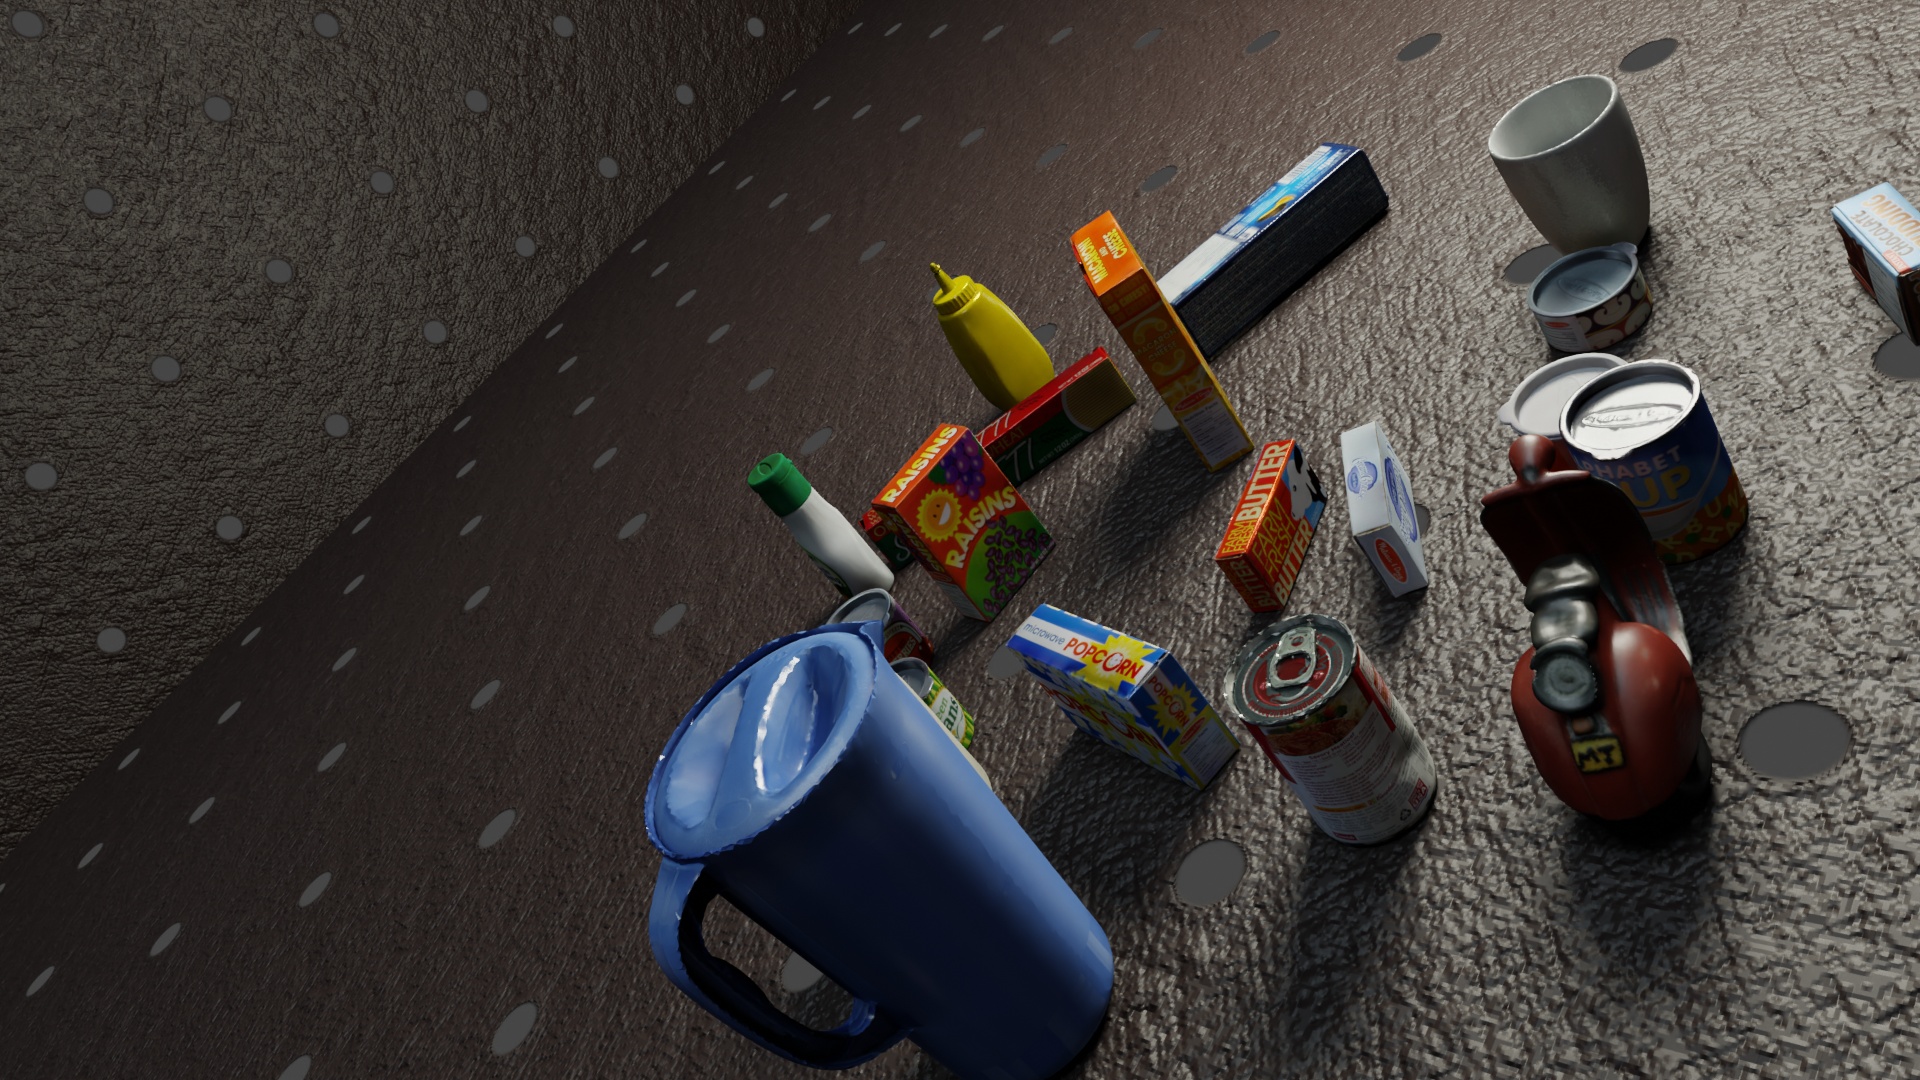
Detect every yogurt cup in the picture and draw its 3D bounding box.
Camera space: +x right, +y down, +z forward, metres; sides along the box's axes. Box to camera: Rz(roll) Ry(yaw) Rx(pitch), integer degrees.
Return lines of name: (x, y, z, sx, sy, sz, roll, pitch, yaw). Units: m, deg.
yogurt cup: (0.347, -0.063, 0.771, 0.072, 0.053, 0.073, -29, 30, 18)

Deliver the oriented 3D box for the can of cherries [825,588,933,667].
can of cherries: (-0.061, 0.080, 1.035, 0.071, 0.058, 0.072, -29, 30, 18)

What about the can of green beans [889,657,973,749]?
can of green beans: (-0.033, 0.123, 0.940, 0.071, 0.057, 0.071, -29, 30, 18)

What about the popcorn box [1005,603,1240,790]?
popcorn box: (0.093, 0.089, 0.814, 0.038, 0.085, 0.127, -47, 29, -14)

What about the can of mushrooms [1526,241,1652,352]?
can of mushrooms: (0.394, -0.152, 0.866, 0.071, 0.033, 0.071, -29, 30, 18)

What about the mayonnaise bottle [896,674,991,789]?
mayonnaise bottle: (-0.037, 0.116, 0.859, 0.041, 0.147, 0.065, -37, 28, 4)

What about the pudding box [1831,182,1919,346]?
pudding box: (0.492, -0.146, 0.727, 0.030, 0.049, 0.084, -26, 31, 24)

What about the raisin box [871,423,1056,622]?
raisin box: (0.004, -0.013, 1.025, 0.086, 0.123, 0.040, -49, 30, -18)

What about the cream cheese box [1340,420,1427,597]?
cream cheese box: (0.250, -0.020, 0.822, 0.024, 0.053, 0.104, -24, 32, 27)

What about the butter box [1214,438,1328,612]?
butter box: (0.196, -0.010, 0.870, 0.024, 0.053, 0.104, -8, 41, 44)

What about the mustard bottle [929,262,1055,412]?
mustard bottle: (0.020, -0.183, 1.215, 0.065, 0.160, 0.049, -50, 30, -20)

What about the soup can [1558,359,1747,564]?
soup can: (0.348, -0.037, 0.700, 0.071, 0.083, 0.072, -29, 30, 18)

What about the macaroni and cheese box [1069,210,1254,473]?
macaroni and cheese box: (0.144, -0.144, 1.007, 0.040, 0.166, 0.124, -32, 29, 13)

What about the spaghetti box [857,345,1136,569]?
spaghetti box: (0.030, -0.066, 1.150, 0.250, 0.050, 0.029, -35, 28, 6)

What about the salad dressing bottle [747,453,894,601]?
salad dressing bottle: (-0.113, -0.007, 1.128, 0.044, 0.147, 0.064, -43, 28, -7)
